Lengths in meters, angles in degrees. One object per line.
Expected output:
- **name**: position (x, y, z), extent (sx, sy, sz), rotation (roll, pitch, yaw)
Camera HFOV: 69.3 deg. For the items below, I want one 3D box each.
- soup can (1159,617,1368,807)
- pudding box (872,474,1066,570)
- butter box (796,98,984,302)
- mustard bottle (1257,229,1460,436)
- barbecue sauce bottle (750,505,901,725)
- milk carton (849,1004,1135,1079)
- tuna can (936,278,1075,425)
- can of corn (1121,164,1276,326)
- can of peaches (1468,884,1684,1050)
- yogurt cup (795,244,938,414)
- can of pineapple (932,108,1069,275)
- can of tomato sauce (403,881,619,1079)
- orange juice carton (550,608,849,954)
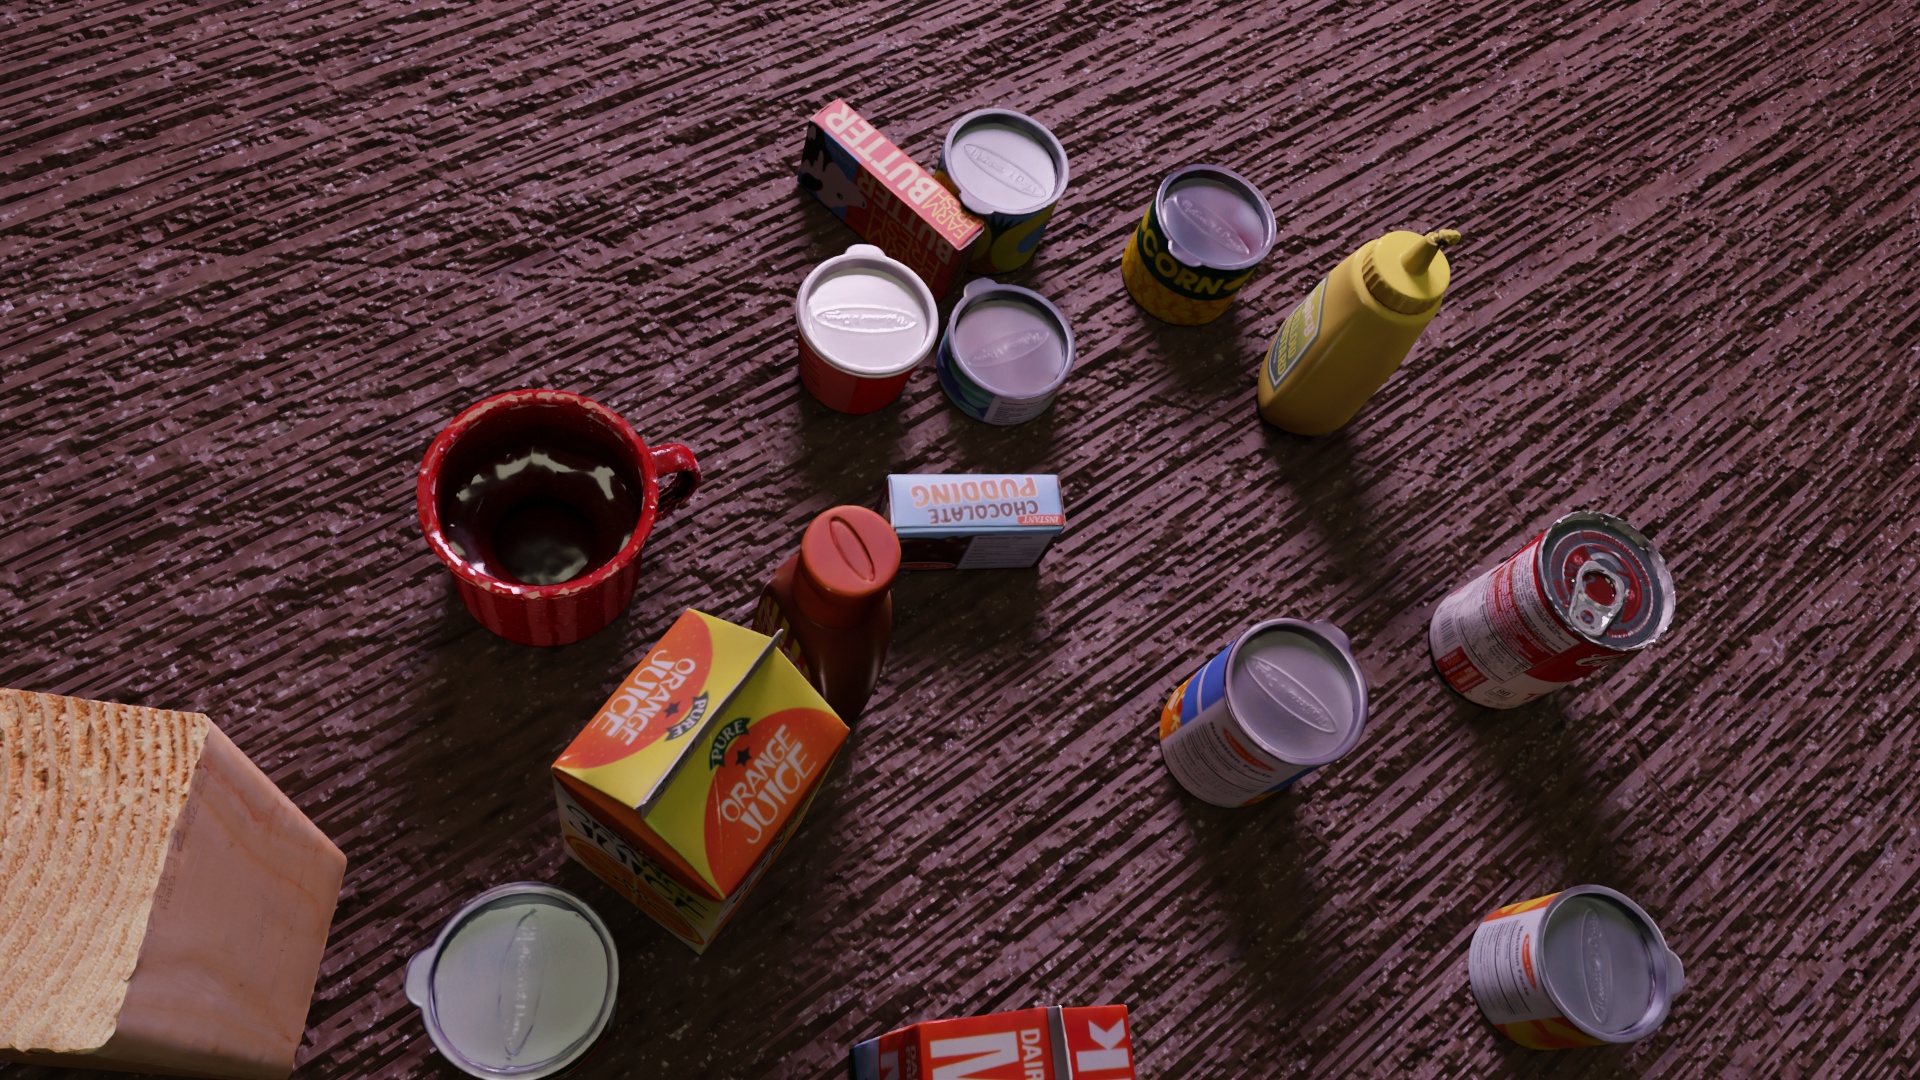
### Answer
- **soup can**: position (0.136, 0.078, 0.627), extent (0.071, 0.083, 0.071), rotation (5, 66, -12)
- **pudding box**: position (0.002, -0.008, 0.652), extent (0.084, 0.049, 0.030), rotation (-1, 67, -14)
- **butter box**: position (-0.036, -0.174, 0.714), extent (0.103, 0.053, 0.024), rotation (42, 64, 6)
- **mustard bottle**: position (0.198, -0.109, 0.683), extent (0.049, 0.159, 0.065), rotation (17, 64, -6)
- **barbecue sauce bottle**: position (-0.054, 0.031, 0.565), extent (0.044, 0.148, 0.065), rotation (-25, 75, -22)
- **milk carton**: position (0.012, 0.204, 0.481), extent (0.073, 0.189, 0.072), rotation (0, 67, -14)
- **tuna can**: position (0.021, -0.096, 0.705), extent (0.071, 0.032, 0.071), rotation (5, 66, -12)
- **can of corn**: position (0.124, -0.155, 0.742), extent (0.071, 0.058, 0.071), rotation (5, 66, -12)
- **can of peaches**: position (0.275, 0.194, 0.624), extent (0.071, 0.057, 0.071), rotation (5, 66, -12)
- **yogurt cup**: position (-0.049, -0.097, 0.676), extent (0.072, 0.053, 0.072), rotation (5, 66, -12)
- **can of pineapple**: position (0.016, -0.181, 0.727), extent (0.071, 0.057, 0.071), rotation (5, 66, -12)
- **can of tomato sauce**: position (-0.162, 0.167, 0.514), extent (0.071, 0.082, 0.071), rotation (5, 66, -12)
- **orange juice carton**: position (-0.095, 0.089, 0.504), extent (0.073, 0.191, 0.072), rotation (36, 64, 3)
